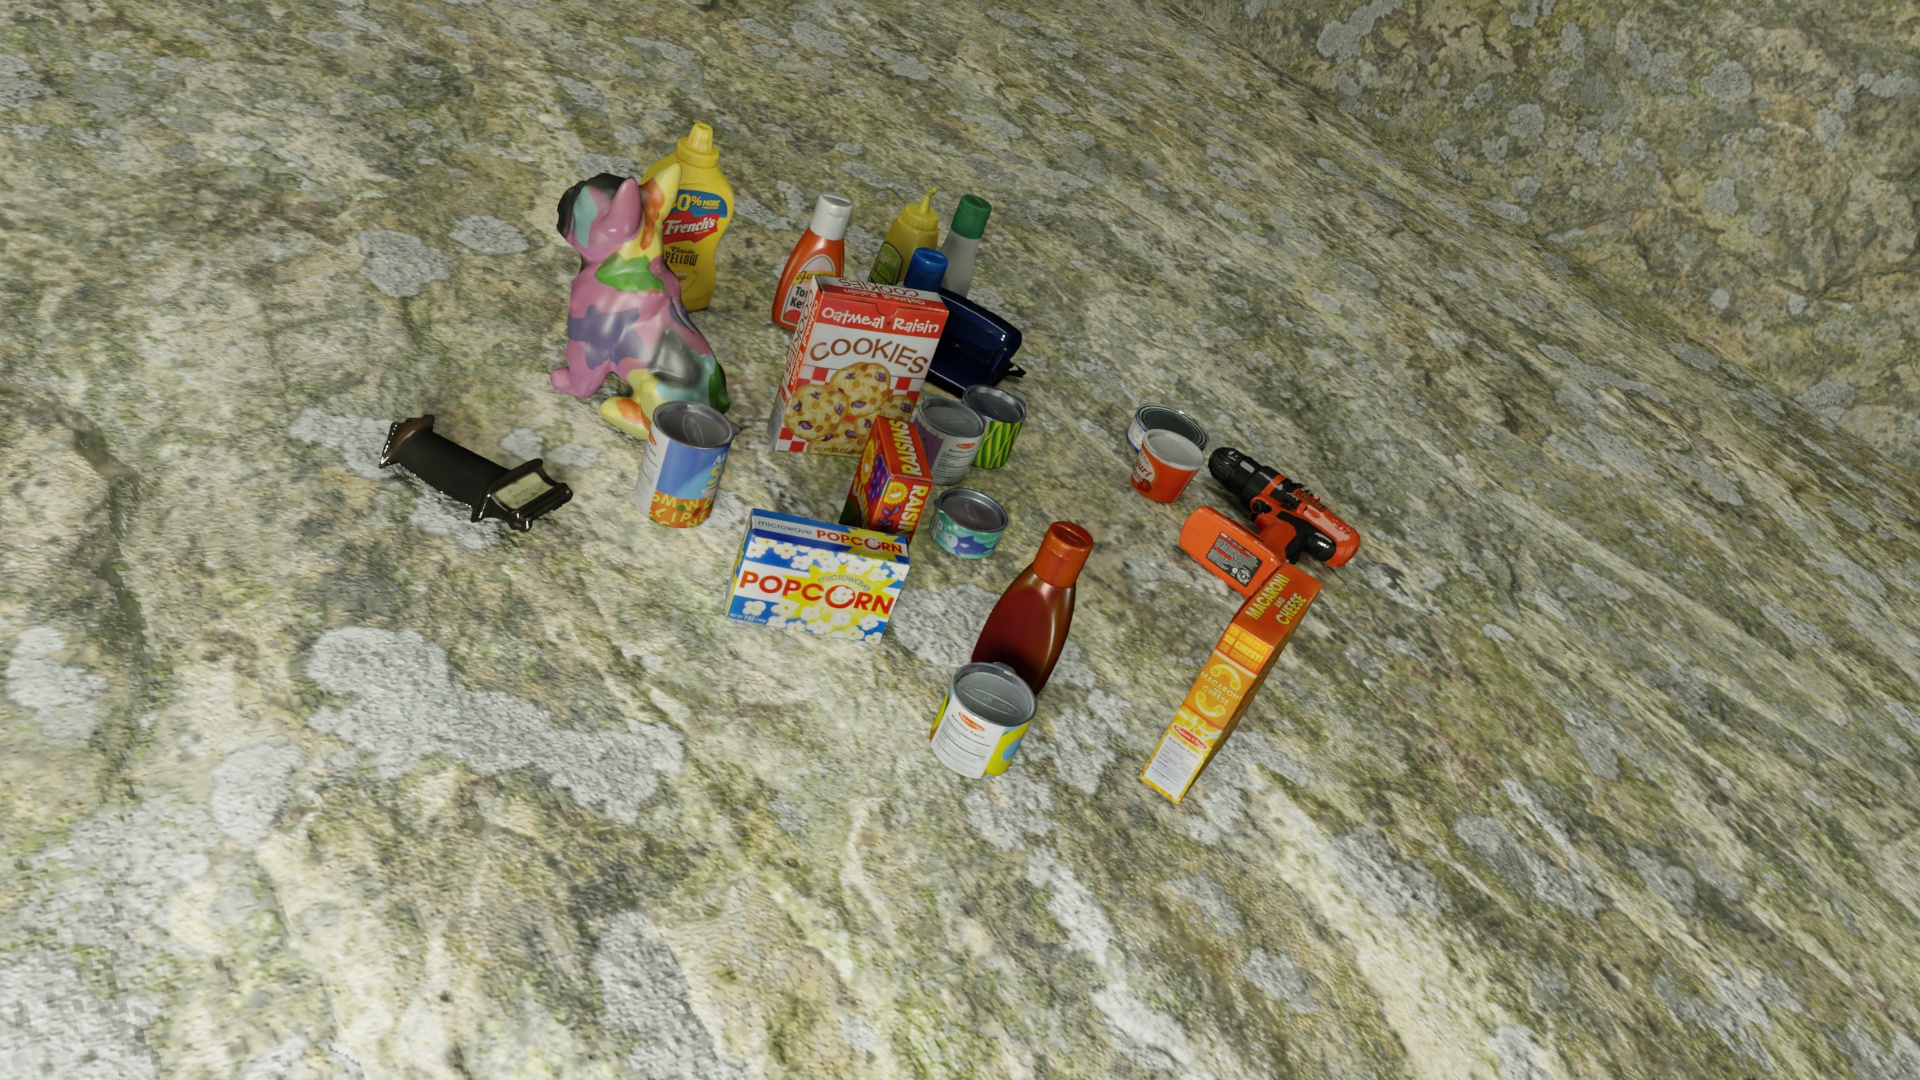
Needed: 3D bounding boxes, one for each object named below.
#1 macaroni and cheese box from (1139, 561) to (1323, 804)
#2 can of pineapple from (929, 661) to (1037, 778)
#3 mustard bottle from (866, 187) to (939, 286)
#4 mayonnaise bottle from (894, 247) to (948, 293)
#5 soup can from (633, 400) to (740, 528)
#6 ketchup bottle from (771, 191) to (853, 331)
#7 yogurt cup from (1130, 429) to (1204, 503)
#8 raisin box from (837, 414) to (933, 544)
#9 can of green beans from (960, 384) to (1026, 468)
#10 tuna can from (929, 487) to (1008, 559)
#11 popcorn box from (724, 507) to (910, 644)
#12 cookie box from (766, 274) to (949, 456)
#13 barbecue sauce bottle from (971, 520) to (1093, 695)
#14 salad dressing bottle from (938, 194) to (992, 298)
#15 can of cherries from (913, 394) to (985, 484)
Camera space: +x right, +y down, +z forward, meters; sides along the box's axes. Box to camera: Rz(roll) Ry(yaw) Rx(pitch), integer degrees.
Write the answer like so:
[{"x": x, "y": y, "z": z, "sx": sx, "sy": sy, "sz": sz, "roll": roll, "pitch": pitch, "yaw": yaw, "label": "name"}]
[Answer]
[{"x": 0.209, "y": 0.108, "z": 1.073, "sx": 0.040, "sy": 0.165, "sz": 0.124, "roll": 33, "pitch": 34, "yaw": 16, "label": "macaroni and cheese box"}, {"x": 0.017, "y": 0.132, "z": 1.026, "sx": 0.071, "sy": 0.057, "sz": 0.071, "roll": 16, "pitch": 34, "yaw": -11, "label": "can of pineapple"}, {"x": -0.058, "y": -0.318, "z": 1.529, "sx": 0.049, "sy": 0.159, "sz": 0.065, "roll": -11, "pitch": 46, "yaw": -41, "label": "mustard bottle"}, {"x": -0.052, "y": -0.224, "z": 1.410, "sx": 0.065, "sy": 0.147, "sz": 0.041, "roll": 9, "pitch": 35, "yaw": -20, "label": "mayonnaise bottle"}, {"x": -0.224, "y": -0.061, "z": 1.136, "sx": 0.071, "sy": 0.083, "sz": 0.072, "roll": 16, "pitch": 33, "yaw": -11, "label": "soup can"}, {"x": -0.149, "y": -0.288, "z": 1.444, "sx": 0.065, "sy": 0.148, "sz": 0.044, "roll": 8, "pitch": 35, "yaw": -21, "label": "ketchup bottle"}, {"x": 0.212, "y": -0.075, "z": 1.439, "sx": 0.072, "sy": 0.053, "sz": 0.073, "roll": 16, "pitch": 34, "yaw": -11, "label": "yogurt cup"}, {"x": -0.065, "y": -0.028, "z": 1.145, "sx": 0.040, "sy": 0.122, "sz": 0.086, "roll": 9, "pitch": 35, "yaw": -20, "label": "raisin box"}, {"x": 0.025, "y": -0.113, "z": 1.379, "sx": 0.071, "sy": 0.057, "sz": 0.071, "roll": 16, "pitch": 34, "yaw": -11, "label": "can of green beans"}, {"x": 0.004, "y": -0.016, "z": 1.252, "sx": 0.071, "sy": 0.032, "sz": 0.071, "roll": 16, "pitch": 34, "yaw": -11, "label": "tuna can"}, {"x": -0.111, "y": 0.028, "z": 1.073, "sx": 0.127, "sy": 0.084, "sz": 0.038, "roll": 11, "pitch": 34, "yaw": -17, "label": "popcorn box"}, {"x": -0.095, "y": -0.154, "z": 1.267, "sx": 0.123, "sy": 0.166, "sz": 0.040, "roll": 4, "pitch": 37, "yaw": -27, "label": "cookie box"}, {"x": 0.060, "y": 0.053, "z": 1.081, "sx": 0.065, "sy": 0.147, "sz": 0.044, "roll": 35, "pitch": 35, "yaw": 18, "label": "barbecue sauce bottle"}, {"x": -0.005, "y": -0.316, "z": 1.569, "sx": 0.044, "sy": 0.146, "sz": 0.064, "roll": 2, "pitch": 38, "yaw": -28, "label": "salad dressing bottle"}, {"x": -0.018, "y": -0.096, "z": 1.330, "sx": 0.071, "sy": 0.058, "sz": 0.072, "roll": 16, "pitch": 34, "yaw": -11, "label": "can of cherries"}]
